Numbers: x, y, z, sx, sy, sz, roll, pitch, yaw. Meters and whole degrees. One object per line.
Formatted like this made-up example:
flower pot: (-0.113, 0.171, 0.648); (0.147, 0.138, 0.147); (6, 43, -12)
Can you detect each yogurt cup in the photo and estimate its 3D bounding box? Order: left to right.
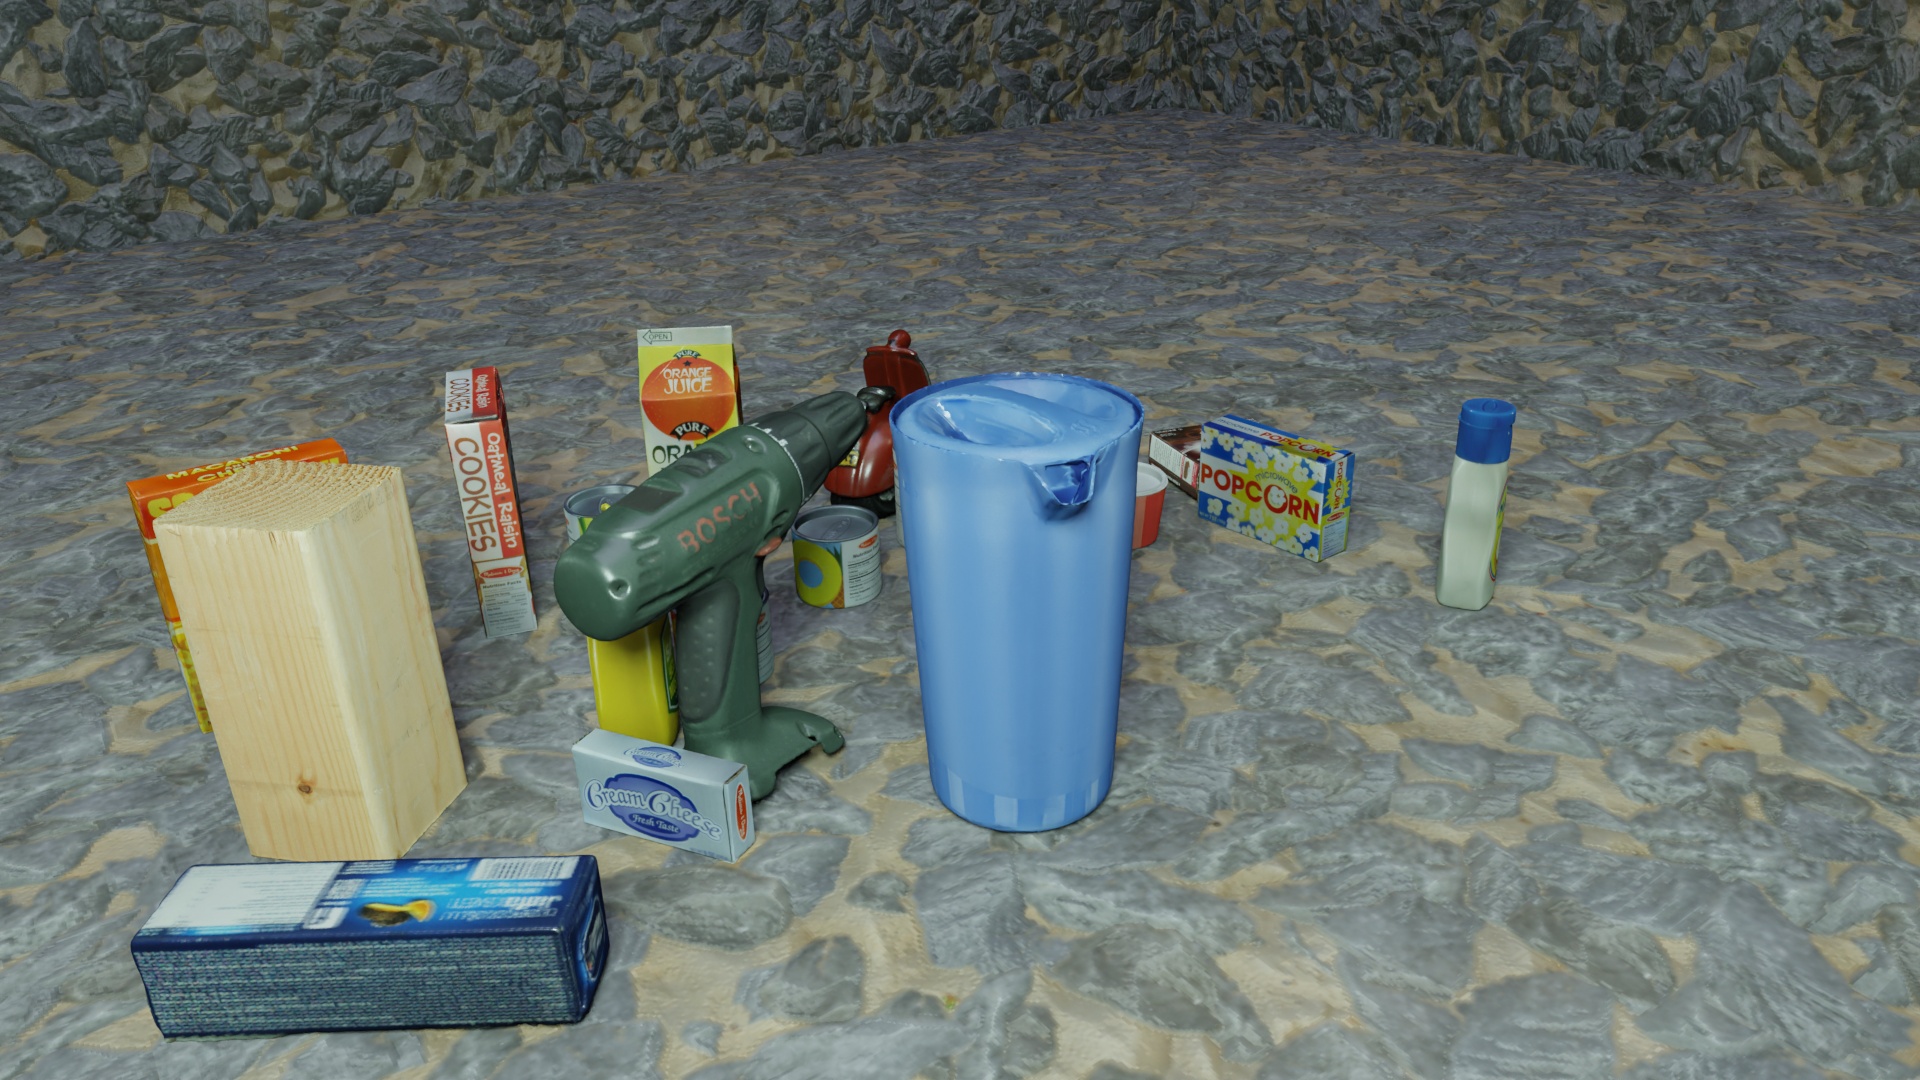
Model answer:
yogurt cup: (0.133, -0.027, 1.125); (0.072, 0.053, 0.073); (-1, 25, 1)

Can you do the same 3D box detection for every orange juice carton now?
orange juice carton: (-0.203, -0.072, 1.074); (0.072, 0.191, 0.073); (-4, 25, -6)

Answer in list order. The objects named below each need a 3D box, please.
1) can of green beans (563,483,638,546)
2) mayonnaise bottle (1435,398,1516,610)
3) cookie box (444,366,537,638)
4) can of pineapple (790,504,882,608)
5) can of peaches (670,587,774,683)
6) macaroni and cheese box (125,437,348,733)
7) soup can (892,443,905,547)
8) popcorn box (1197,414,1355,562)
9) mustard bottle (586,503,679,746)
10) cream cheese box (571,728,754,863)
can of green beans: (-0.275, -0.006, 1.095); (0.071, 0.057, 0.071); (-1, 25, 1)
mayonnaise bottle: (0.371, -0.027, 1.000); (0.041, 0.147, 0.065); (10, 27, 24)
cookie box: (-0.345, -0.031, 1.023); (0.040, 0.166, 0.123); (-9, 26, -16)
can of pineapple: (-0.095, 0.011, 1.048); (0.071, 0.057, 0.071); (-1, 25, 1)
can of peaches: (-0.162, 0.063, 0.939); (0.071, 0.057, 0.071); (-1, 25, 1)
macaroni and cheese box: (-0.451, 0.027, 0.903); (0.124, 0.165, 0.040); (-19, 30, -33)
soup can: (-0.018, -0.040, 1.124); (0.071, 0.083, 0.071); (-1, 25, 1)
popcorn box: (0.251, -0.044, 1.117); (0.038, 0.084, 0.127); (-20, 31, -36)
mustard bottle: (-0.201, 0.053, 0.843); (0.049, 0.159, 0.065); (-4, 25, -5)
cream cheese box: (-0.166, 0.142, 0.775); (0.104, 0.053, 0.024); (9, 27, 22)
